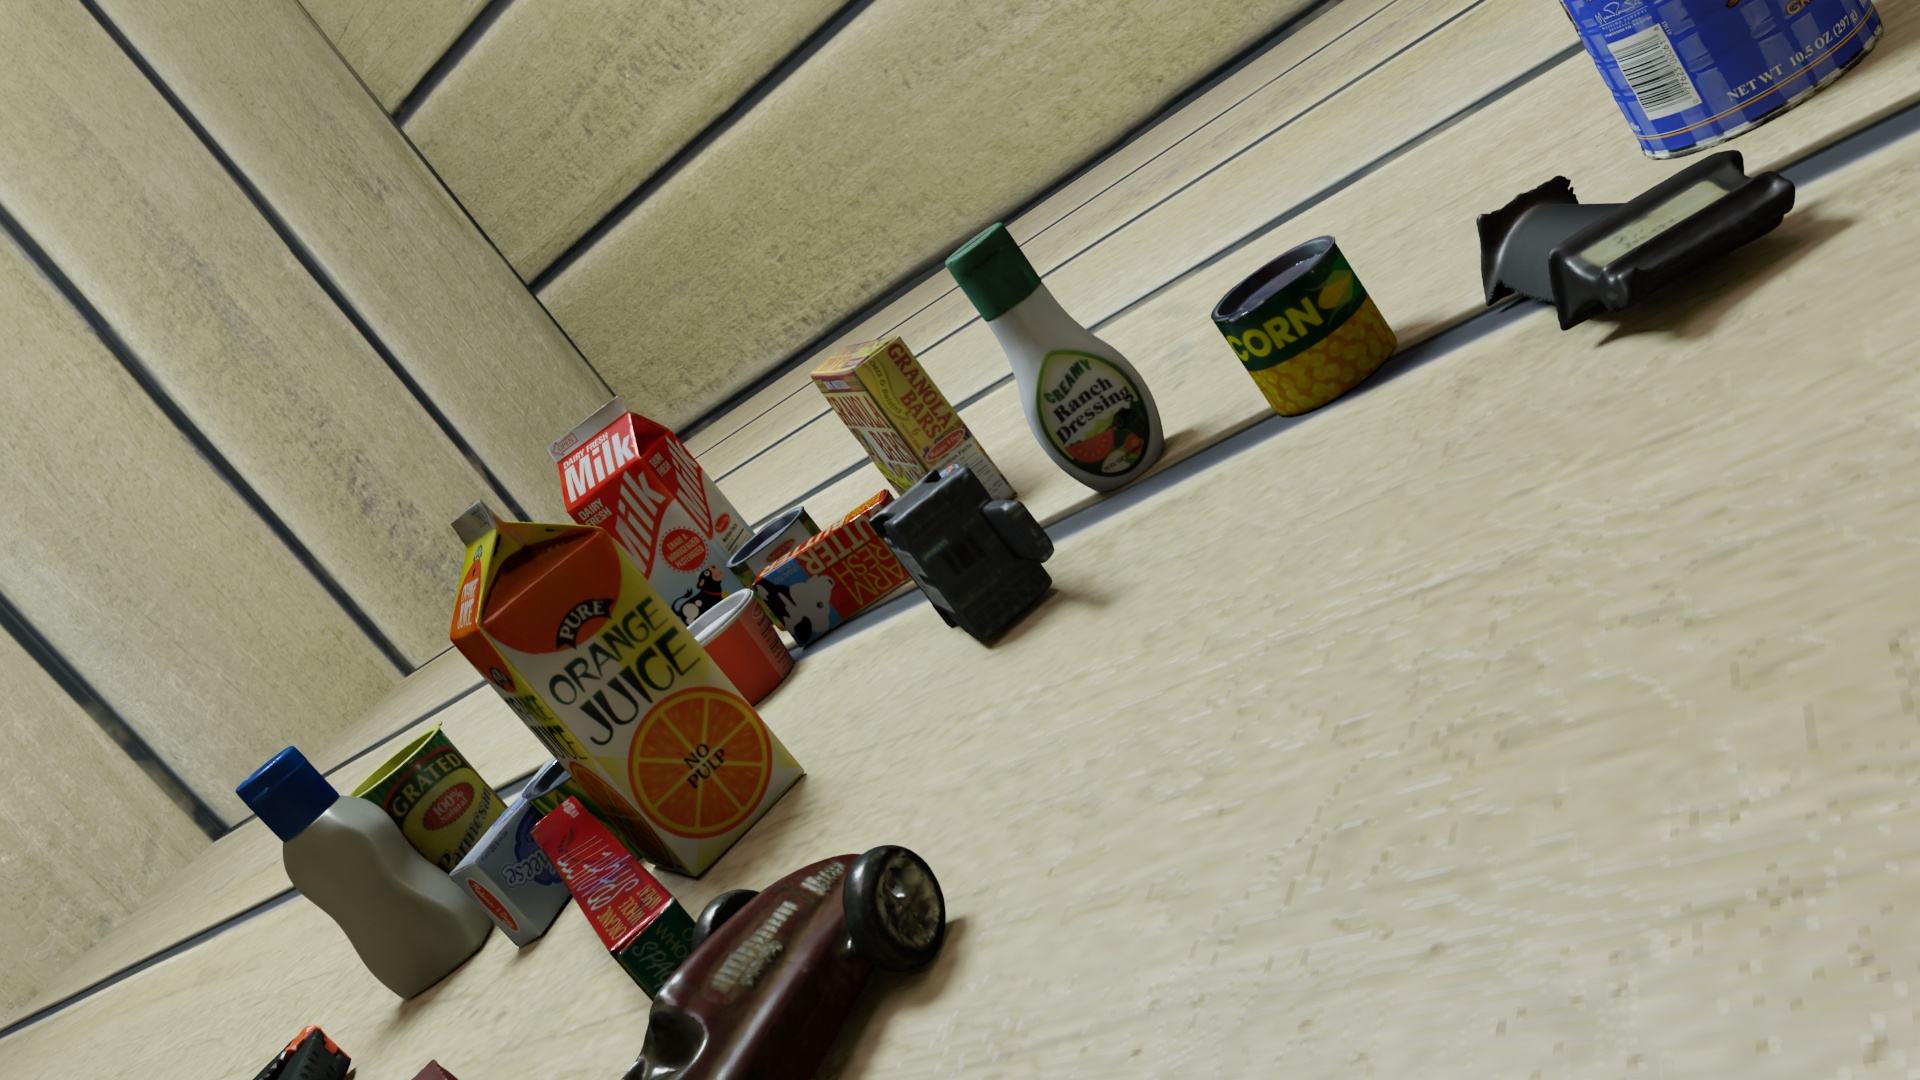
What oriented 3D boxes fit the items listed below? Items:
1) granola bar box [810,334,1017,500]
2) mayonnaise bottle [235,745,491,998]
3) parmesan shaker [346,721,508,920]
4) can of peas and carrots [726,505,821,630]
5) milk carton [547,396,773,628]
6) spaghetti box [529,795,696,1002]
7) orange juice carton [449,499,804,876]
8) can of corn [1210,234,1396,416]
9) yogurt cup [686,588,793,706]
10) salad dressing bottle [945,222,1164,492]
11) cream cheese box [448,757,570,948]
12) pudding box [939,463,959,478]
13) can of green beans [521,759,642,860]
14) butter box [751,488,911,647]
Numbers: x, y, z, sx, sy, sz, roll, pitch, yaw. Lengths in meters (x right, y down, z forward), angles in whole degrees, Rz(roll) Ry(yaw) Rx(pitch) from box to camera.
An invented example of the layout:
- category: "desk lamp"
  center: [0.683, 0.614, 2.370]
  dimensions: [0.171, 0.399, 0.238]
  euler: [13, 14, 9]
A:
- category: "granola bar box"
  center: [-0.036, -0.071, 0.909]
  dimensions: [0.039, 0.124, 0.165]
  euler: [-39, 13, -8]
- category: "mayonnaise bottle"
  center: [-0.326, 0.177, 0.753]
  dimensions: [0.064, 0.148, 0.041]
  euler: [-35, 13, 8]
- category: "parmesan shaker"
  center: [-0.295, 0.166, 0.808]
  dimensions: [0.071, 0.103, 0.071]
  euler: [-35, 13, 10]
- category: "can of peas and carrots"
  center: [-0.116, 0.019, 0.950]
  dimensions: [0.071, 0.058, 0.071]
  euler: [-35, 13, 10]
- category: "milk carton"
  center: [-0.210, -0.010, 0.997]
  dimensions: [0.072, 0.190, 0.074]
  euler: [-33, 14, 16]
- category: "spaghetti box"
  center: [-0.142, 0.152, 0.586]
  dimensions: [0.029, 0.050, 0.250]
  euler: [-42, 14, -19]
- category: "orange juice carton"
  center: [-0.169, 0.061, 0.650]
  dimensions: [0.073, 0.192, 0.071]
  euler: [-44, 15, -27]
- category: "can of corn"
  center: [0.160, -0.099, 0.650]
  dimensions: [0.071, 0.058, 0.071]
  euler: [-35, 13, 10]
- category: "yogurt cup"
  center: [-0.138, 0.070, 0.843]
  dimensions: [0.072, 0.054, 0.072]
  euler: [-35, 13, 10]
- category: "salad dressing bottle"
  center: [0.048, -0.095, 0.726]
  dimensions: [0.064, 0.147, 0.044]
  euler: [-35, 13, 7]
- category: "cream cheese box"
  center: [-0.223, 0.163, 0.745]
  dimensions: [0.024, 0.053, 0.104]
  euler: [-31, 15, 25]
- category: "pudding box"
  center: [0.003, -0.010, 0.764]
  dimensions: [0.030, 0.049, 0.084]
  euler: [-36, 13, 5]
- category: "can of green beans"
  center: [-0.184, 0.134, 0.735]
  dimensions: [0.071, 0.057, 0.071]
  euler: [-35, 13, 10]
- category: "butter box"
  center: [-0.072, 0.017, 0.853]
  dimensions: [0.103, 0.053, 0.024]
  euler: [-33, 14, 16]
